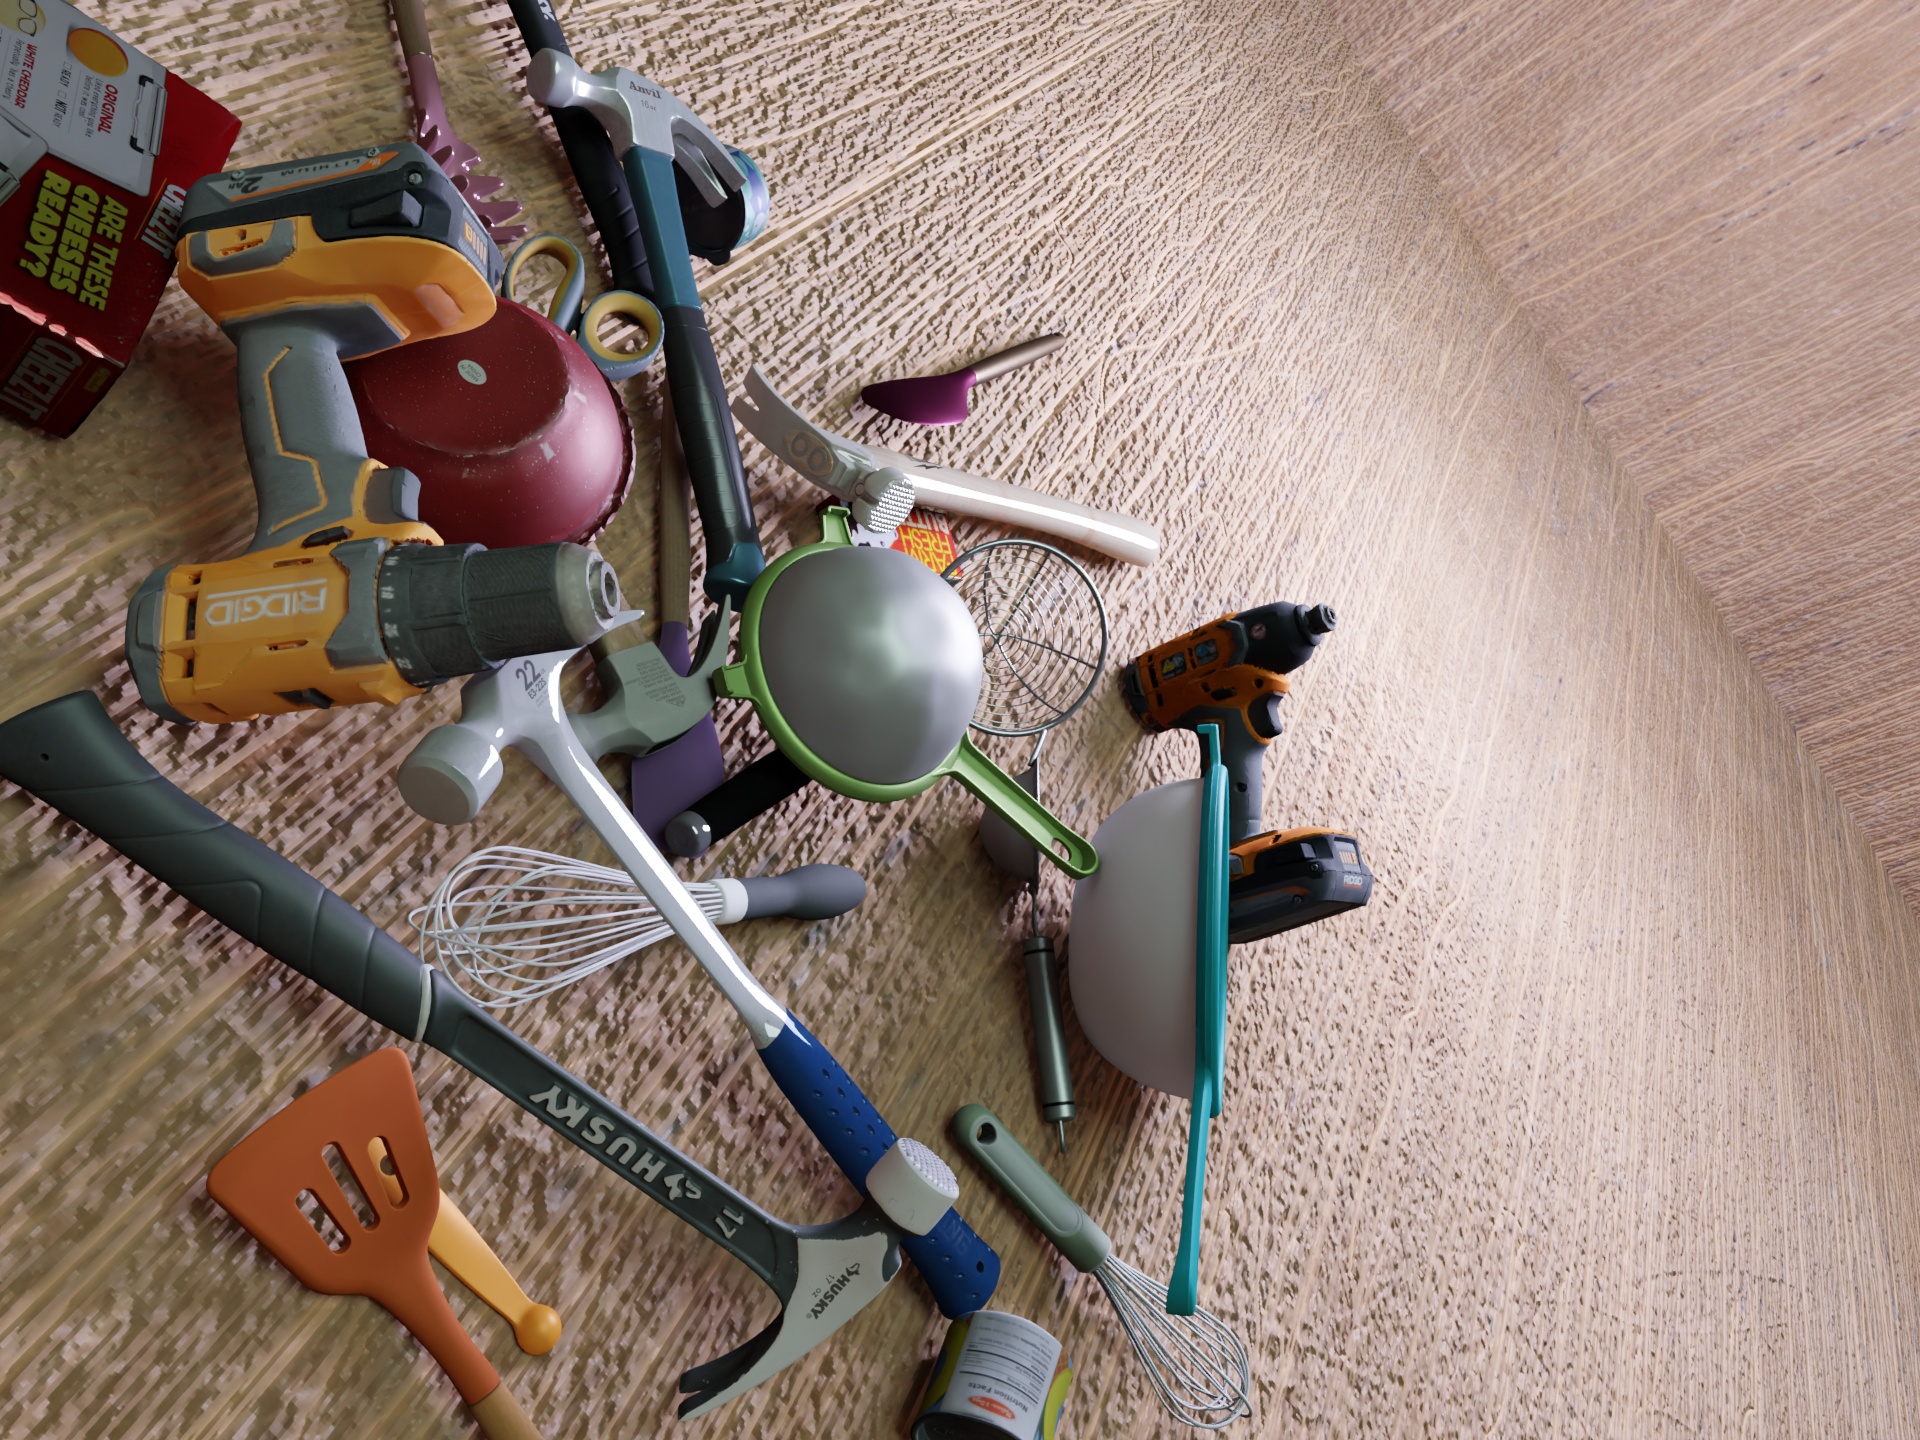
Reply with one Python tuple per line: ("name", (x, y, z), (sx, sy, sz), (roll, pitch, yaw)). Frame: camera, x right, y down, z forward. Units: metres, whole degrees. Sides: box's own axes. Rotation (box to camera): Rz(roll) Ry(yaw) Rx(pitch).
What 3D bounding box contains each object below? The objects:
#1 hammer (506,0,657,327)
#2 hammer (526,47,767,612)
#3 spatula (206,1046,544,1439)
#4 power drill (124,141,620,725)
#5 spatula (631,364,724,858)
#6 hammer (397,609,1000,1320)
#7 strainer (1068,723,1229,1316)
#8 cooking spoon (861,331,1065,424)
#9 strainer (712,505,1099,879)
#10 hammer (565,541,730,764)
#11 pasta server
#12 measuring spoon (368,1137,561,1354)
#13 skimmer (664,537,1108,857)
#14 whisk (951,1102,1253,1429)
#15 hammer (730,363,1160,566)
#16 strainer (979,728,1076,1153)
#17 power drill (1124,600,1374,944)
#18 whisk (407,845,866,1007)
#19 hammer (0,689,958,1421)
("hammer", (-0.241, -0.392, 0.963), (0.146, 0.035, 0.335), (-15, 81, -62))
("hammer", (-0.158, -0.219, 0.907), (0.128, 0.033, 0.331), (-1, 73, -48))
("spatula", (-0.166, 0.278, 0.607), (0.081, 0.041, 0.322), (-36, 97, -36))
("power drill", (-0.230, -0.114, 0.640), (0.084, 0.185, 0.226), (64, 21, -71))
("spatula", (-0.155, -0.072, 0.874), (0.059, 0.018, 0.316), (22, 52, -42))
("hammer", (-0.090, 0.129, 0.730), (0.405, 0.035, 0.144), (58, 32, -25))
("strainer", (0.104, 0.176, 0.922), (0.210, 0.095, 0.341), (80, 16, -44))
("cooking spoon", (0.016, -0.261, 1.189), (0.069, 0.017, 0.319), (27, 30, 14))
("strainer", (-0.001, -0.003, 0.864), (0.256, 0.069, 0.152), (42, 49, -17))
("hammer", (-0.222, -0.134, 0.815), (0.130, 0.031, 0.331), (-23, 83, -43))
("pasta server", (-0.304, -0.396, 0.898), (0.060, 0.040, 0.316), (30, 41, -65))
("measuring spoon", (-0.199, 0.210, 0.638), (0.117, 0.011, 0.021), (52, 37, -11))
("skimmer", (-0.029, -0.009, 0.914), (0.363, 0.090, 0.127), (-35, 107, -55))
("whisk", (0.080, 0.303, 0.882), (0.246, 0.059, 0.058), (48, 65, -10))
("hammer", (0.018, -0.157, 1.100), (0.146, 0.038, 0.410), (41, 20, 28))
("strainer", (0.044, 0.129, 0.959), (0.086, 0.050, 0.259), (89, -6, -70))
("power drill", (0.213, 0.029, 1.125), (0.084, 0.164, 0.227), (12, 60, -48))
("whisk", (-0.137, 0.088, 0.760), (0.284, 0.070, 0.070), (1, 66, -55))
("hammer", (-0.199, 0.127, 0.630), (0.408, 0.149, 0.036), (39, 4, -14))
